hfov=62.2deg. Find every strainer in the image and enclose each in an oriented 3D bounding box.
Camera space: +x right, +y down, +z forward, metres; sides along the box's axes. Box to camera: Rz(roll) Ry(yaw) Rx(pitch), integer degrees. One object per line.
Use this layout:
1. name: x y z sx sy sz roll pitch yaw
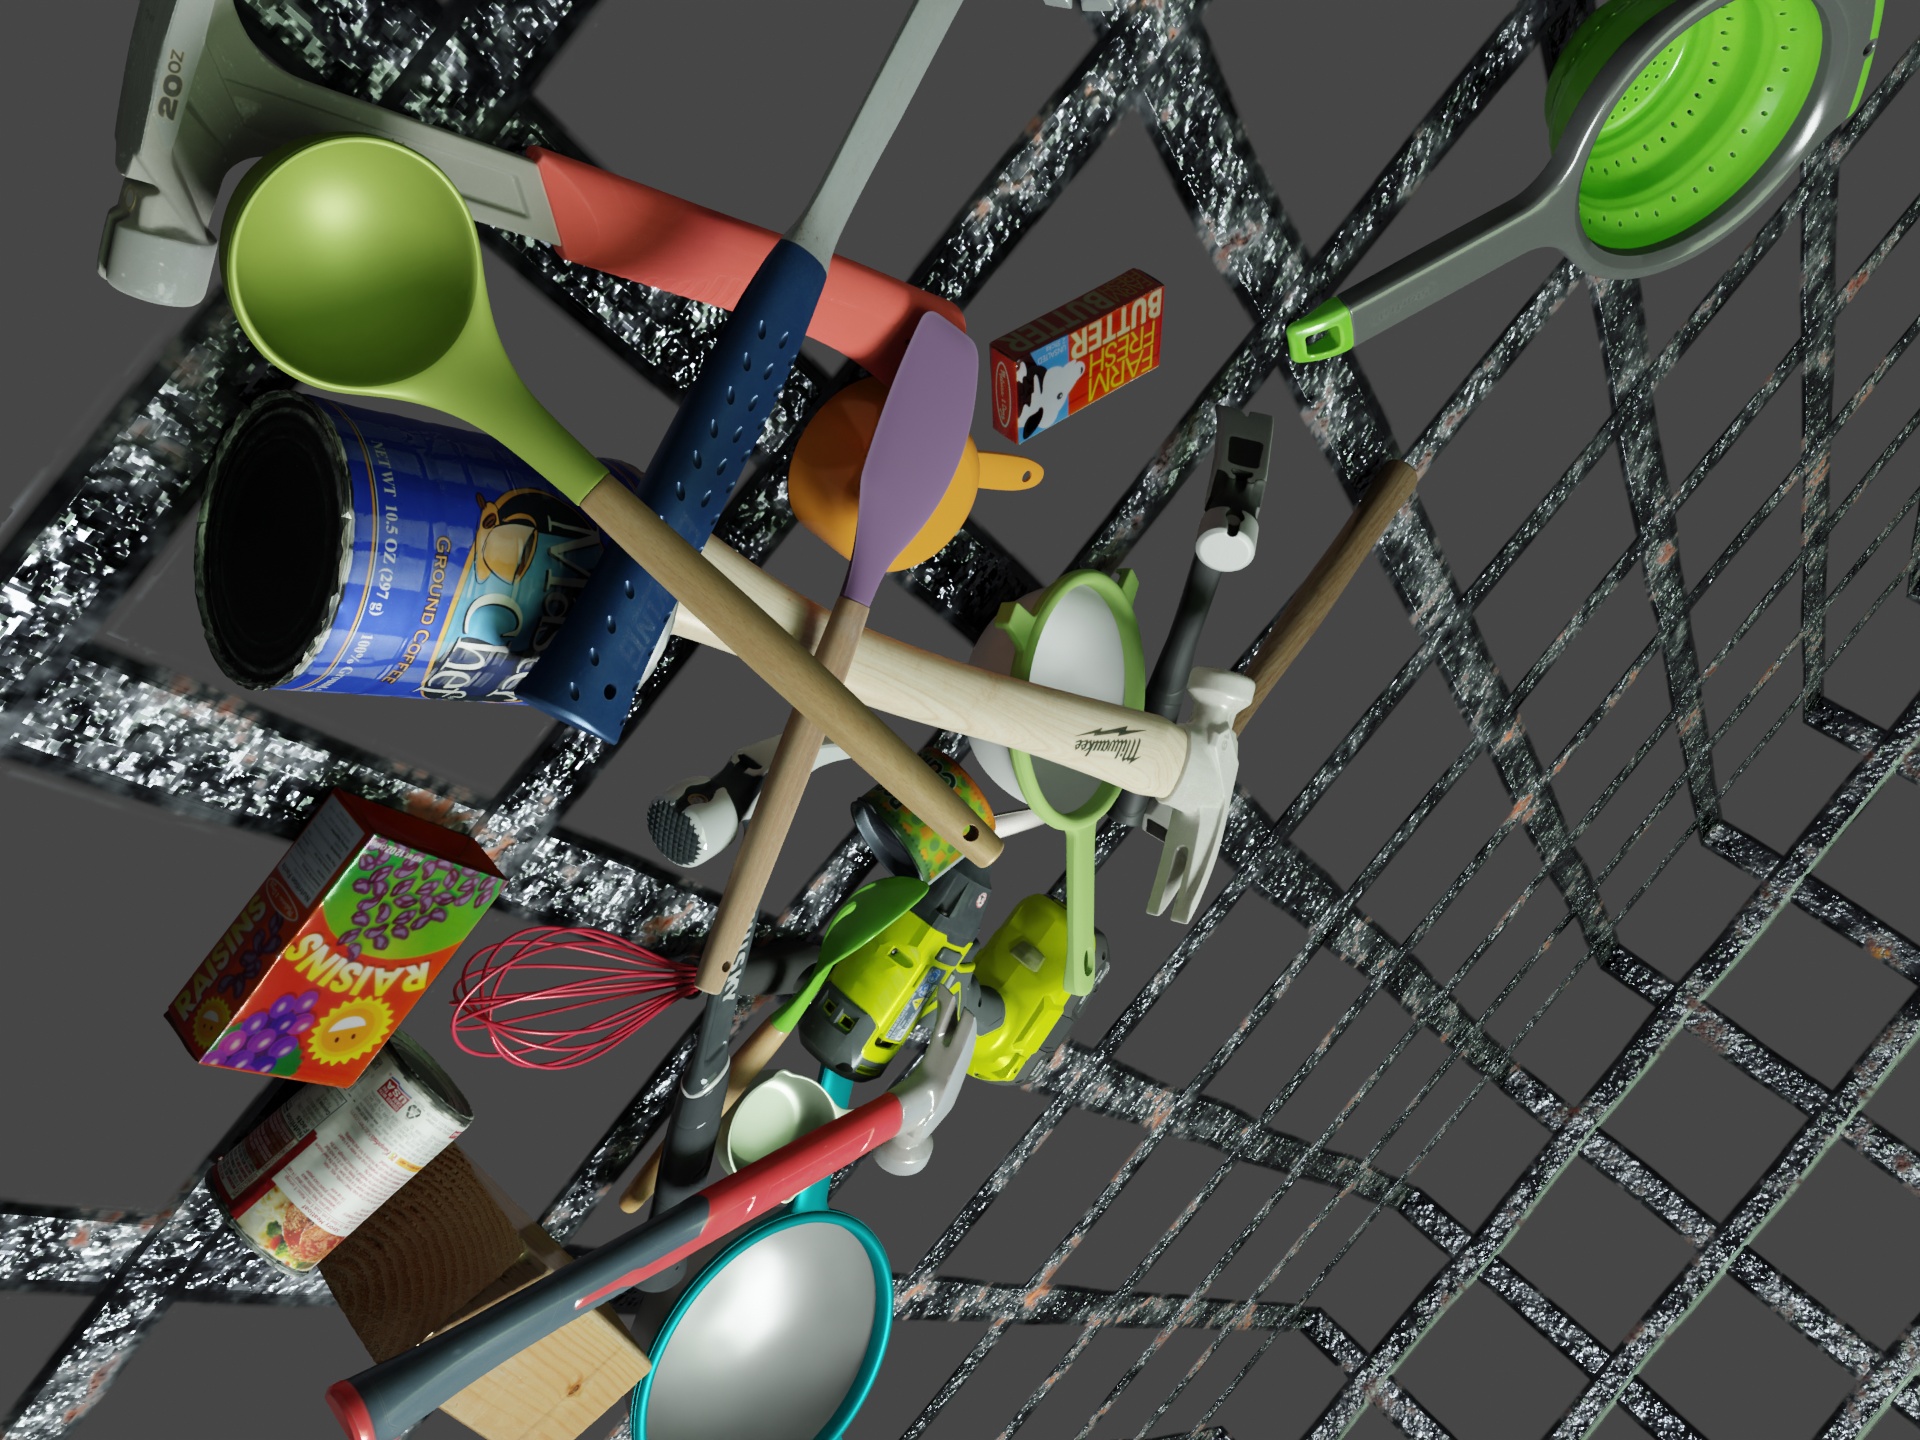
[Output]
1. strainer: 0.048 0.037 0.938 0.151 0.069 0.256 -22 114 -54
2. strainer: -0.138 0.354 1.081 0.210 0.095 0.340 12 93 -45

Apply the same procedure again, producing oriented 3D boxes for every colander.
1. colander: 0.361 -0.345 0.981 0.397 0.095 0.204 -29 145 0

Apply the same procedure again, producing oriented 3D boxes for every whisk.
1. whisk: -0.160 0.142 0.865 0.295 0.073 0.073 7 117 -59

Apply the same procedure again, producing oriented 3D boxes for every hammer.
1. hammer: -0.131 0.171 0.851 0.149 0.036 0.408 -33 148 -49
2. hammer: 0.138 -0.046 1.005 0.334 0.035 0.146 100 5 -49
3. hammer: -0.121 -0.193 0.599 0.359 0.037 0.149 2 121 -50
4. hammer: 0.218 -0.051 1.072 0.331 0.031 0.130 -52 165 -21
5. hammer: -0.001 -0.003 0.794 0.410 0.038 0.146 18 84 -40
6. hammer: -0.145 0.262 0.850 0.386 0.038 0.143 -19 139 -41
7. hammer: -0.050 -0.178 0.596 0.405 0.035 0.144 -65 148 -9

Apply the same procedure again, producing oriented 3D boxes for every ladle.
1. ladle: -0.099 -0.057 0.517 0.320 0.062 0.078 43 84 -13

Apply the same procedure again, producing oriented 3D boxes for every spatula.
1. spatula: -0.055 -0.028 0.709 0.059 0.018 0.316 25 85 -52

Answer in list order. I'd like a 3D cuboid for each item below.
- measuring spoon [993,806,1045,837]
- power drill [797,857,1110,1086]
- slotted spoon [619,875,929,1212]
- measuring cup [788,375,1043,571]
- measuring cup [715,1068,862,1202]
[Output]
1. measuring spoon: 0.034 0.061 1.030 0.124 0.018 0.034 -13 130 -19
2. power drill: 0.007 0.161 1.045 0.171 0.080 0.223 -56 148 2
3. slotted spoon: -0.120 0.195 0.935 0.313 0.031 0.070 -51 178 24
4. measuring cup: -0.003 -0.117 0.793 0.173 0.052 0.095 -4 125 -45
5. measuring cup: -0.081 0.254 1.018 0.167 0.038 0.083 -3 91 -35
